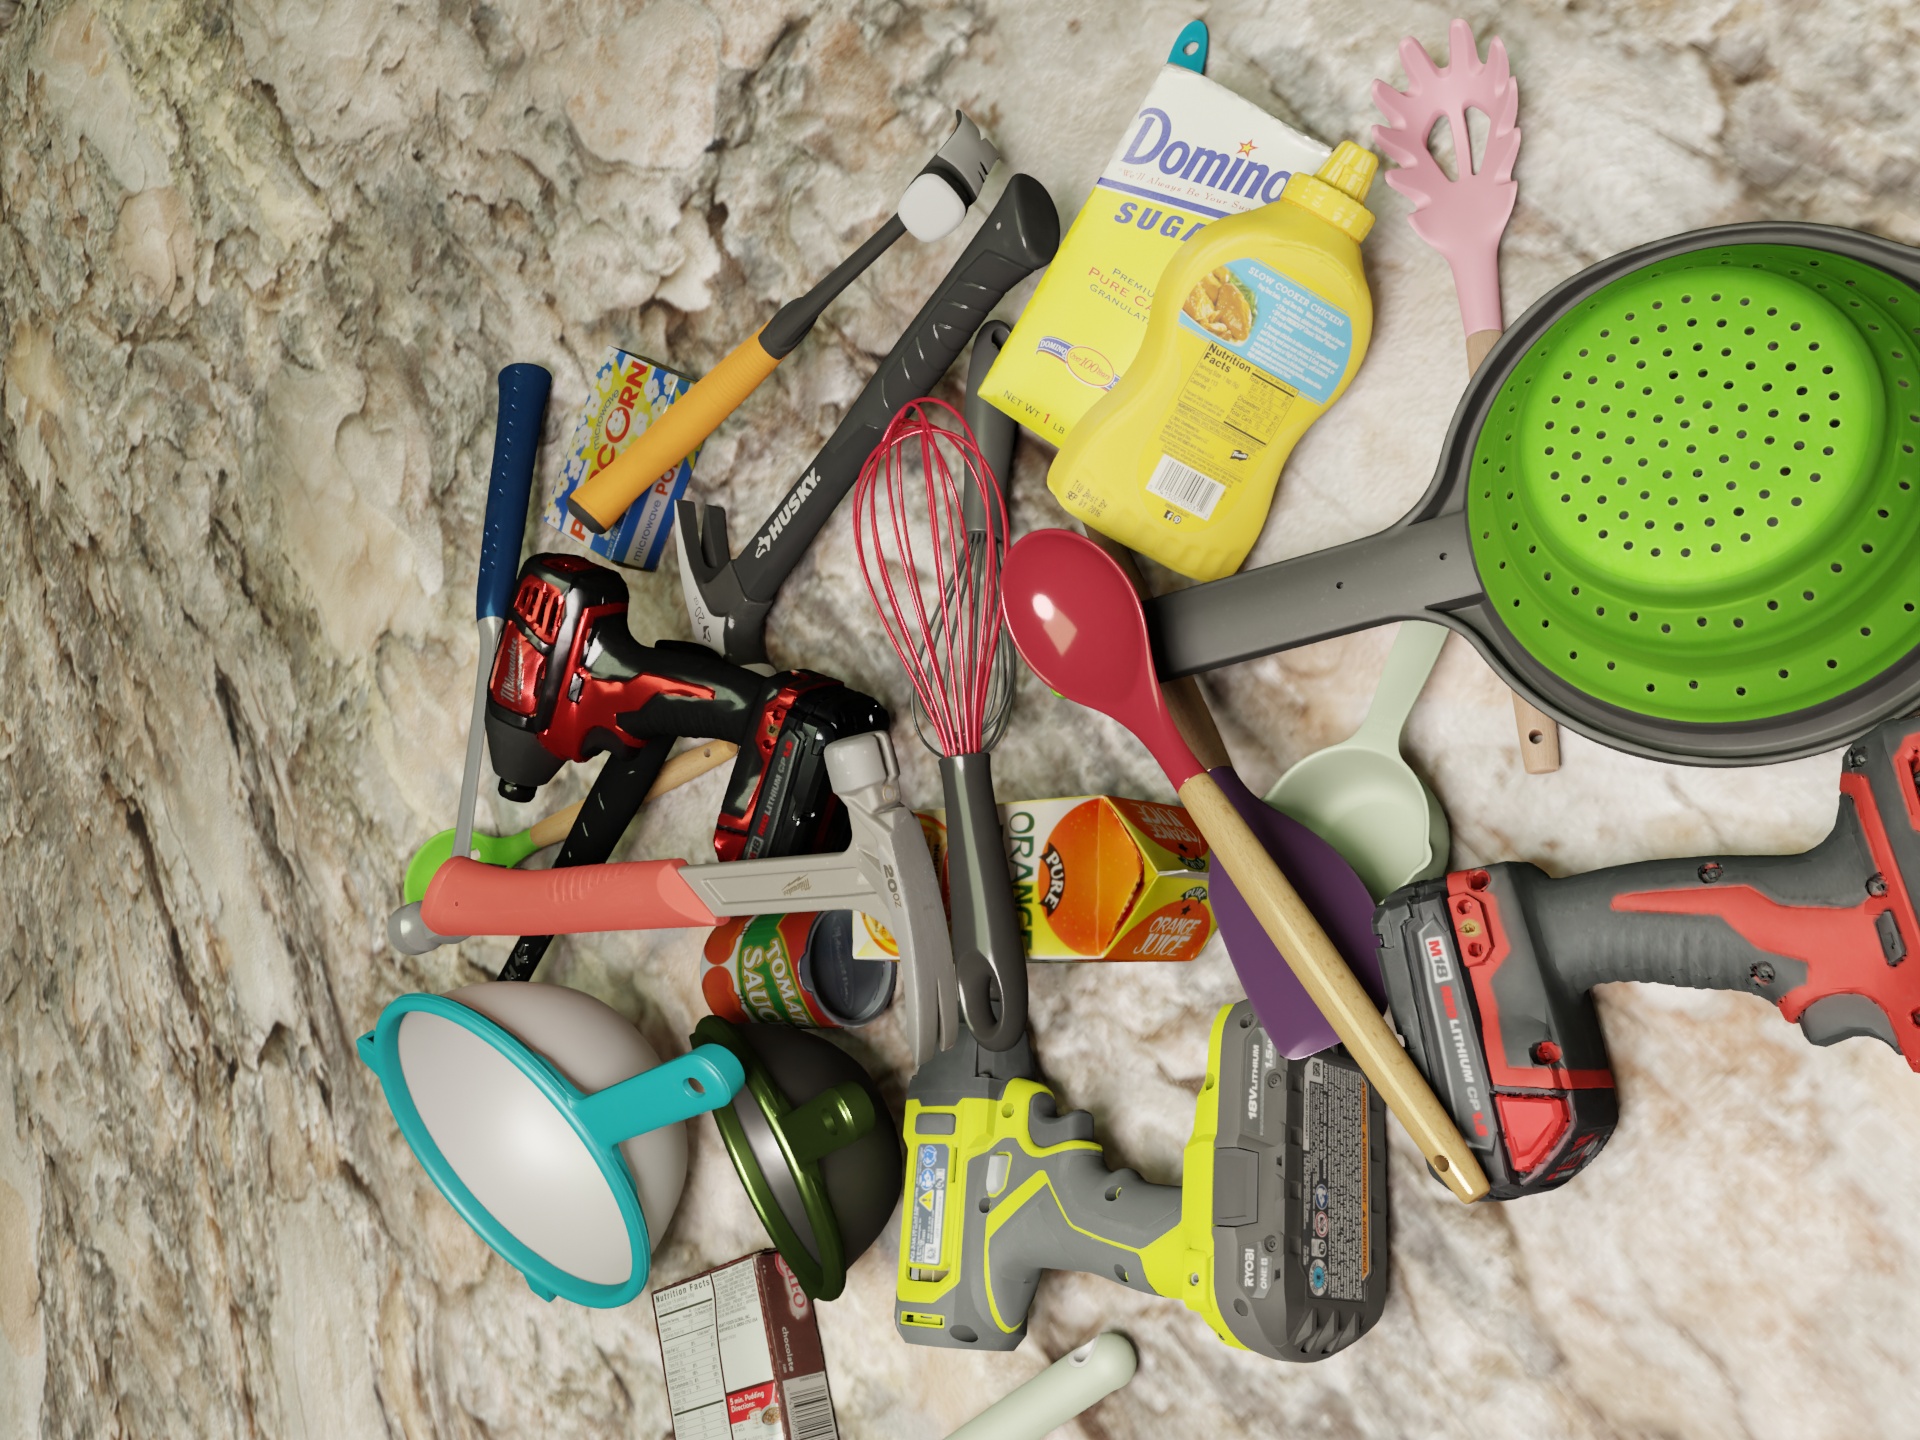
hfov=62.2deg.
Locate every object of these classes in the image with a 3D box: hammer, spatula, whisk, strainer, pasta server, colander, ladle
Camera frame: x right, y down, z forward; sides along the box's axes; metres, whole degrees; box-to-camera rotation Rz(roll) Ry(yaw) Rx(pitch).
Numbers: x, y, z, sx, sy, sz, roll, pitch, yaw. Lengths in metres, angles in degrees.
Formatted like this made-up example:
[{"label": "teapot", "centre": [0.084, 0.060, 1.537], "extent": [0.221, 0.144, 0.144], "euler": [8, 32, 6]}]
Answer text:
[{"label": "hammer", "centre": [-0.111, -0.212, 0.902], "extent": [0.337, 0.034, 0.127], "euler": [-34, 22, 31]}, {"label": "spatula", "centre": [0.105, 0.004, 0.691], "extent": [0.060, 0.018, 0.316], "euler": [-27, 49, 8]}, {"label": "whisk", "centre": [-0.008, 0.356, 0.750], "extent": [0.059, 0.058, 0.246], "euler": [46, 113, -1]}, {"label": "whisk", "centre": [0.008, -0.096, 0.819], "extent": [0.055, 0.055, 0.239], "euler": [-6, 73, 40]}, {"label": "strainer", "centre": [-0.058, 0.187, 0.749], "extent": [0.151, 0.069, 0.256], "euler": [63, 156, 11]}, {"label": "hammer", "centre": [-0.307, -0.056, 1.049], "extent": [0.144, 0.035, 0.406], "euler": [-21, 60, 45]}, {"label": "pasta server", "centre": [0.216, -0.135, 0.653], "extent": [0.060, 0.040, 0.316], "euler": [-10, 76, 30]}, {"label": "colander", "centre": [0.189, -0.071, 0.590], "extent": [0.397, 0.094, 0.205], "euler": [-15, 75, 30]}, {"label": "whisk", "centre": [-0.001, -0.002, 0.708], "extent": [0.073, 0.073, 0.296], "euler": [-15, 78, 38]}, {"label": "hammer", "centre": [-0.250, 0.117, 0.983], "extent": [0.149, 0.036, 0.408], "euler": [48, 117, 32]}, {"label": "hammer", "centre": [-0.057, -0.157, 0.866], "extent": [0.334, 0.035, 0.146], "euler": [-47, 55, 34]}, {"label": "hammer", "centre": [-0.156, 0.098, 0.814], "extent": [0.359, 0.036, 0.149], "euler": [-9, 95, 38]}, {"label": "strainer", "centre": [-0.188, 0.199, 0.859], "extent": [0.340, 0.095, 0.211], "euler": [-30, 96, 46]}, {"label": "ladle", "centre": [0.104, 0.044, 0.614], "extent": [0.316, 0.031, 0.069], "euler": [59, 135, 30]}]

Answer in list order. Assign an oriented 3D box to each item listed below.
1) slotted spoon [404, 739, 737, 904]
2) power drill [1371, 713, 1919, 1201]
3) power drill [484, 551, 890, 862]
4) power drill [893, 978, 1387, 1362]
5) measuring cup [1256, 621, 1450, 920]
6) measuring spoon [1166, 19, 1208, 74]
[{"label": "slotted spoon", "centre": [-0.255, 0.069, 1.025], "extent": [0.314, 0.031, 0.070], "euler": [-24, 75, 33]}, {"label": "power drill", "centre": [0.272, 0.110, 0.535], "extent": [0.226, 0.080, 0.188], "euler": [-22, 68, 33]}, {"label": "power drill", "centre": [-0.162, 0.010, 0.865], "extent": [0.220, 0.078, 0.143], "euler": [24, 104, 17]}, {"label": "power drill", "centre": [0.065, 0.188, 0.692], "extent": [0.223, 0.080, 0.171], "euler": [-13, 64, 42]}, {"label": "measuring cup", "centre": [0.182, 0.011, 0.662], "extent": [0.083, 0.038, 0.167], "euler": [17, 78, 43]}, {"label": "measuring spoon", "centre": [0.106, -0.288, 0.795], "extent": [0.042, 0.021, 0.129], "euler": [10, 79, 29]}]
